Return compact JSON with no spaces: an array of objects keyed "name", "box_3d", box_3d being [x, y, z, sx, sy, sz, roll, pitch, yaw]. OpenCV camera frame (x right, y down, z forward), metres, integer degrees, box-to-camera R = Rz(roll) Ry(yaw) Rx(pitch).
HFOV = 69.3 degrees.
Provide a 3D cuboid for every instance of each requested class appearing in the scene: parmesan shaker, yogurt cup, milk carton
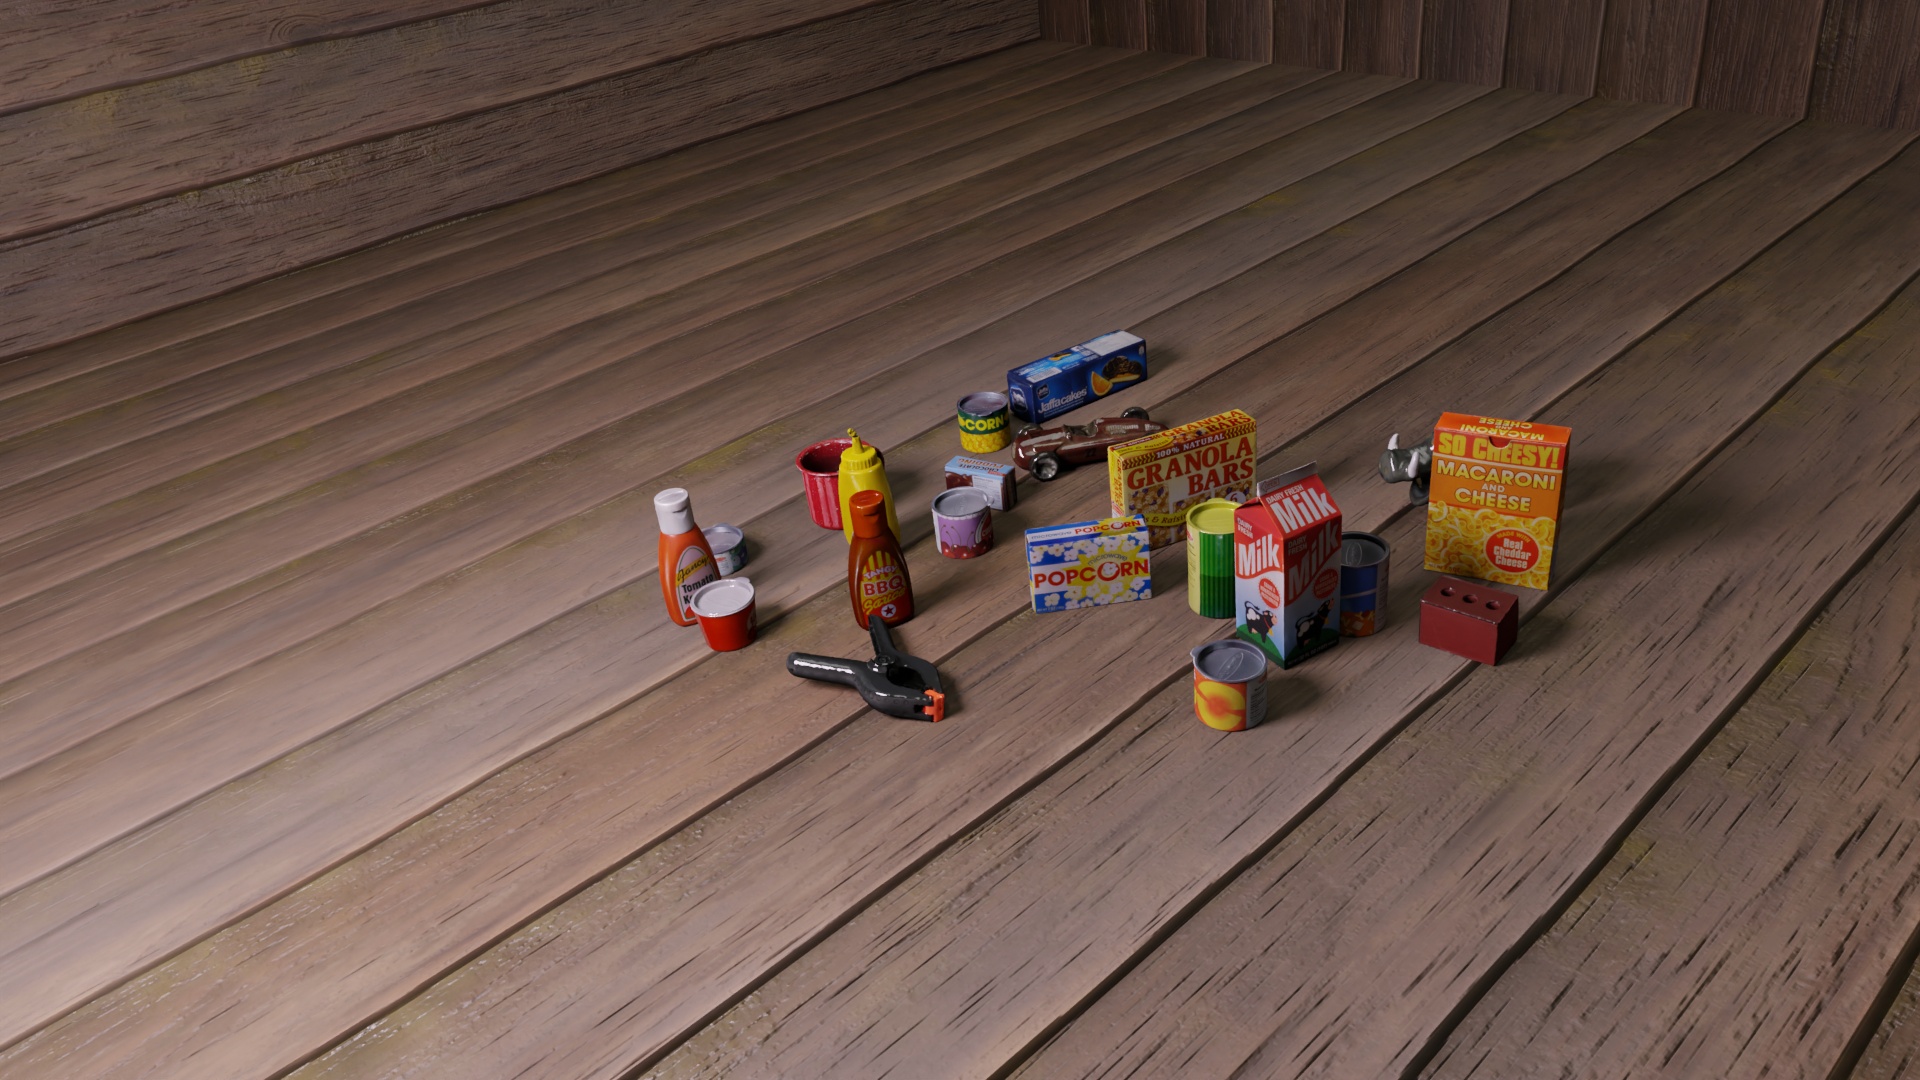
[{"name":"parmesan shaker","box_3d":[0.264,0.018,1.411,0.071,0.102,0.071,-5,30,3]},{"name":"yogurt cup","box_3d":[-0.245,0.080,1.460,0.072,0.053,0.073,-5,31,3]},{"name":"milk carton","box_3d":[0.310,0.018,1.316,0.072,0.189,0.073,-21,33,-22]}]

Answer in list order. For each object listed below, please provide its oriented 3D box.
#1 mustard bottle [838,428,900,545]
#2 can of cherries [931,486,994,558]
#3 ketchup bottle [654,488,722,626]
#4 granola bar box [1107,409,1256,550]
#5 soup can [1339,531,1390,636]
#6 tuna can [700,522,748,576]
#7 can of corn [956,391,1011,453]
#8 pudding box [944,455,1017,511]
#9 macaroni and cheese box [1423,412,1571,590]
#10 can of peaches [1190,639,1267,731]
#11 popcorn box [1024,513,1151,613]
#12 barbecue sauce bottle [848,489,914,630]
[{"name":"mustard bottle","box_3d":[-0.106,-0.054,1.553,0.049,0.159,0.065,-30,37,-33]},{"name":"can of cherries","box_3d":[0.006,-0.020,1.571,0.071,0.058,0.072,-5,31,3]},{"name":"ketchup bottle","box_3d":[-0.295,0.016,1.485,0.065,0.148,0.043,-25,35,-28]},{"name":"granola bar box","box_3d":[0.246,-0.064,1.532,0.166,0.123,0.039,-17,32,-16]},{"name":"soup can","box_3d":[0.383,0.043,1.364,0.071,0.083,0.072,-5,31,3]},{"name":"tuna can","box_3d":[-0.280,0.011,1.604,0.071,0.032,0.071,-5,31,3]},{"name":"can of corn","box_3d":[0.031,-0.151,1.786,0.071,0.058,0.071,-5,31,3]},{"name":"pudding box","box_3d":[0.024,-0.068,1.658,0.084,0.049,0.030,12,35,29]},{"name":"macaroni and cheese box","box_3d":[0.535,-0.039,1.388,0.124,0.165,0.040,11,35,27]},{"name":"can of peaches","box_3d":[0.245,0.132,1.269,0.071,0.057,0.071,-5,31,3]},{"name":"popcorn box","box_3d":[0.133,0.024,1.445,0.127,0.084,0.038,-8,30,-1]},{"name":"barbecue sauce bottle","box_3d":[-0.088,0.020,1.437,0.065,0.147,0.044,-15,31,-13]}]
